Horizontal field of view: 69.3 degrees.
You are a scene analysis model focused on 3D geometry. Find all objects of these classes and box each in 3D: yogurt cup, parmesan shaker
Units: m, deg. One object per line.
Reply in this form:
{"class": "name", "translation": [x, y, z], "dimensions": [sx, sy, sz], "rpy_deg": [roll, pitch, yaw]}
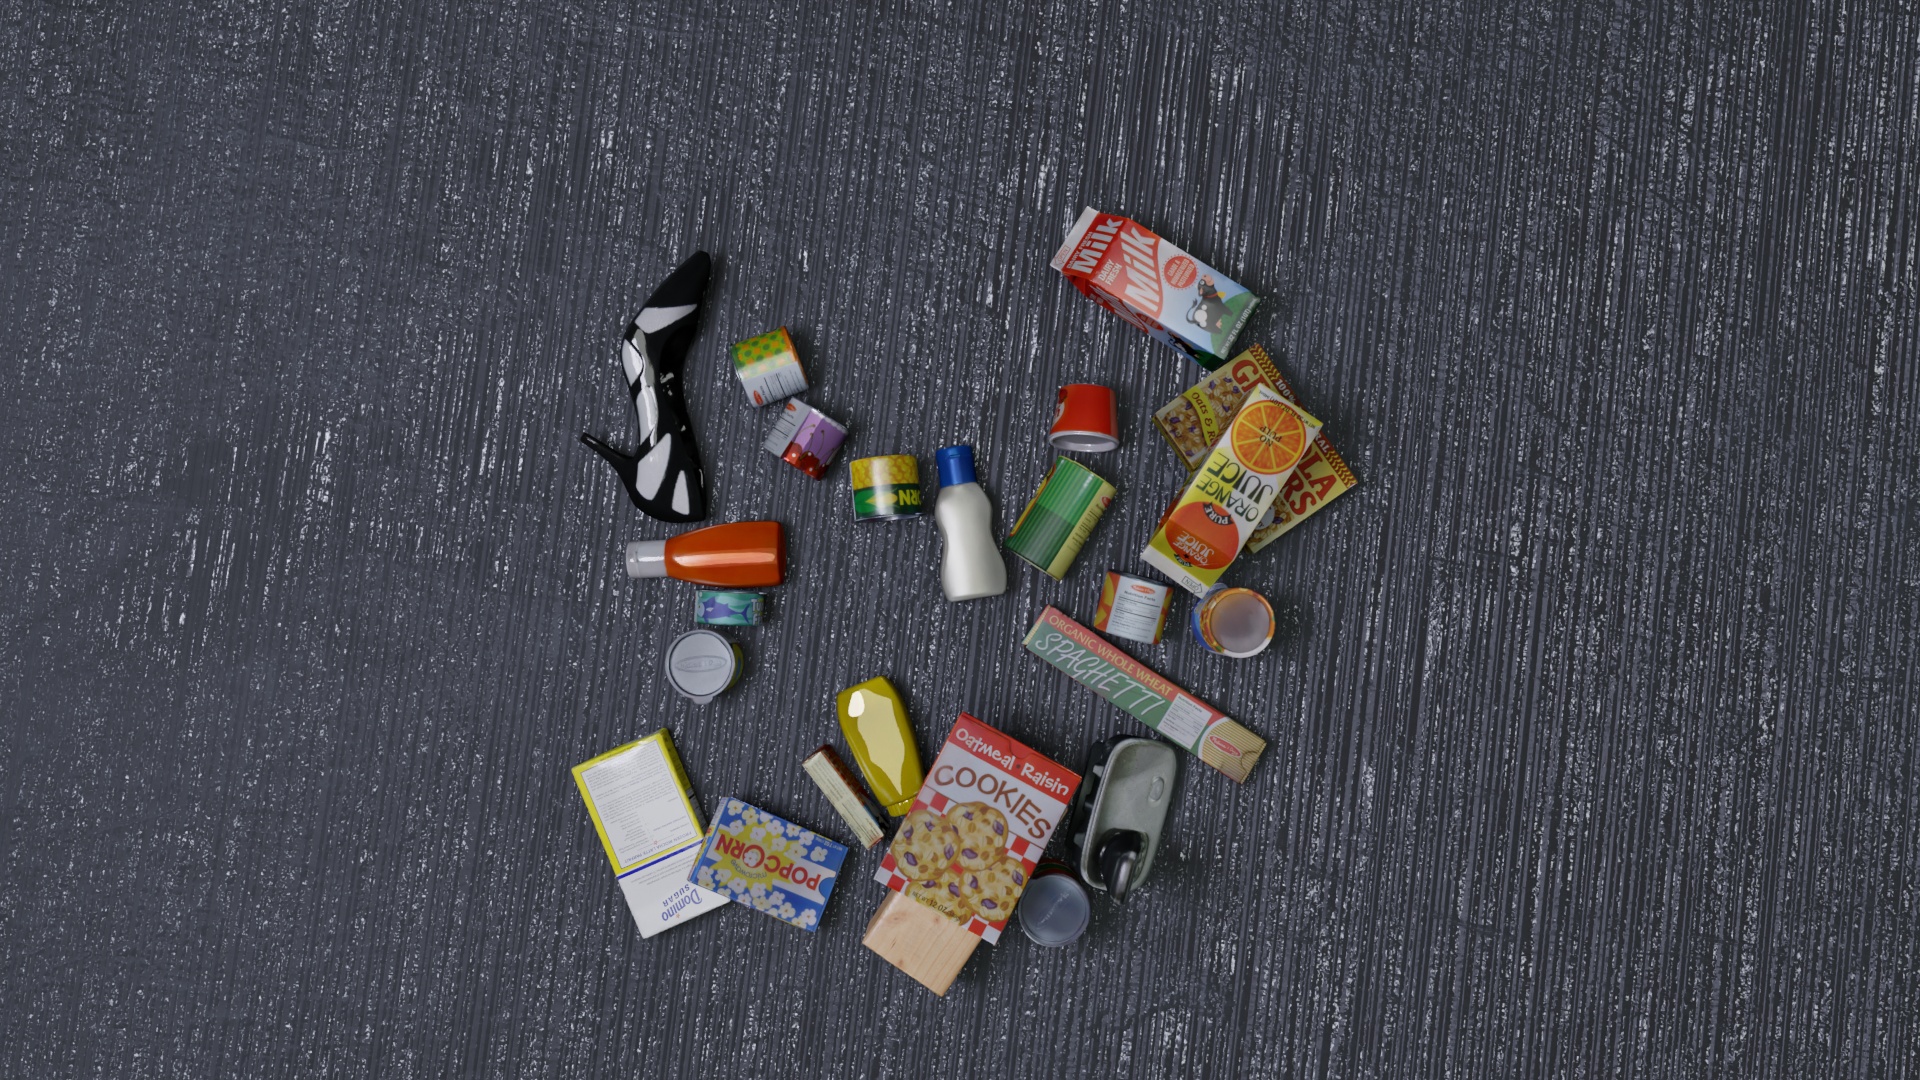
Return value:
{"class": "yogurt cup", "translation": [0.121, -0.119, 1.340], "dimensions": [0.072, 0.072, 0.054], "rpy_deg": [5, 79, 0]}
{"class": "parmesan shaker", "translation": [0.094, -0.022, 1.330], "dimensions": [0.071, 0.071, 0.103], "rpy_deg": [33, 88, 2]}

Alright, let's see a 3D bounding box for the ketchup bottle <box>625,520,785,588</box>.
{"class": "ketchup bottle", "translation": [-0.245, 0.015, 1.342], "dimensions": [0.149, 0.043, 0.065], "rpy_deg": [-3, 81, 0]}

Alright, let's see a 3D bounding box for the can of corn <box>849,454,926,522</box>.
{"class": "can of corn", "translation": [-0.070, -0.050, 1.333], "dimensions": [0.071, 0.071, 0.058], "rpy_deg": [-6, 87, 0]}

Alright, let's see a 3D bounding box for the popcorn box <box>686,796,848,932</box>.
{"class": "popcorn box", "translation": [-0.181, 0.304, 1.305], "dimensions": [0.127, 0.038, 0.085], "rpy_deg": [26, 71, -13]}

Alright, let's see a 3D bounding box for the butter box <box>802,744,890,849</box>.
{"class": "butter box", "translation": [-0.108, 0.243, 1.325], "dimensions": [0.024, 0.053, 0.103], "rpy_deg": [-38, 87, 1]}

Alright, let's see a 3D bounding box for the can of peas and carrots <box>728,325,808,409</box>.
{"class": "can of peas and carrots", "translation": [-0.185, -0.169, 1.341], "dimensions": [0.059, 0.071, 0.071], "rpy_deg": [-20, 87, -1]}

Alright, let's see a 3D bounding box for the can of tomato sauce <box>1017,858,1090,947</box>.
{"class": "can of tomato sauce", "translation": [0.084, 0.337, 1.304], "dimensions": [0.071, 0.083, 0.071], "rpy_deg": [0, 87, 0]}

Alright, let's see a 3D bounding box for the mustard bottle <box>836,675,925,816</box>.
{"class": "mustard bottle", "translation": [-0.067, 0.211, 1.329], "dimensions": [0.065, 0.049, 0.160], "rpy_deg": [-21, 88, 0]}

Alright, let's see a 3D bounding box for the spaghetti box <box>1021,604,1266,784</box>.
{"class": "spaghetti box", "translation": [0.176, 0.147, 1.342], "dimensions": [0.250, 0.028, 0.050], "rpy_deg": [32, 88, 2]}

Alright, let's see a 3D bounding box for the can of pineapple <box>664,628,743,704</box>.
{"class": "can of pineapple", "translation": [-0.245, 0.119, 1.329], "dimensions": [0.071, 0.058, 0.071], "rpy_deg": [0, 87, 0]}

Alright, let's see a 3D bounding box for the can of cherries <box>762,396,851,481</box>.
{"class": "can of cherries", "translation": [-0.147, -0.096, 1.338], "dimensions": [0.071, 0.071, 0.058], "rpy_deg": [31, 88, 2]}

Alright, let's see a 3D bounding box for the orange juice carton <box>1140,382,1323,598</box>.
{"class": "orange juice carton", "translation": [0.248, -0.045, 1.290], "dimensions": [0.072, 0.073, 0.192], "rpy_deg": [34, 89, 2]}

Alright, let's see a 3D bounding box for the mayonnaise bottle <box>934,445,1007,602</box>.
{"class": "mayonnaise bottle", "translation": [0.005, -0.017, 1.345], "dimensions": [0.065, 0.041, 0.148], "rpy_deg": [-9, 86, -2]}

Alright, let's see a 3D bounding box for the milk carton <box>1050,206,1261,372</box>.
{"class": "milk carton", "translation": [0.185, -0.246, 1.340], "dimensions": [0.190, 0.073, 0.072], "rpy_deg": [32, 88, 2]}

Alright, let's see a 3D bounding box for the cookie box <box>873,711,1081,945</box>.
{"class": "cookie box", "translation": [0.016, 0.254, 1.239], "dimensions": [0.123, 0.040, 0.167], "rpy_deg": [28, 87, 3]}

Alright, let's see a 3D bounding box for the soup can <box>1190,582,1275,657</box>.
{"class": "soup can", "translation": [0.257, 0.075, 1.318], "dimensions": [0.071, 0.083, 0.071], "rpy_deg": [0, 87, 0]}

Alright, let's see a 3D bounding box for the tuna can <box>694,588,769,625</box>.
{"class": "tuna can", "translation": [-0.218, 0.064, 1.328], "dimensions": [0.071, 0.071, 0.033], "rpy_deg": [3, 89, 0]}

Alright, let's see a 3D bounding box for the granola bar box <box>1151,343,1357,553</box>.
{"class": "granola bar box", "translation": [0.284, -0.088, 1.349], "dimensions": [0.124, 0.039, 0.165], "rpy_deg": [-35, 87, -1]}

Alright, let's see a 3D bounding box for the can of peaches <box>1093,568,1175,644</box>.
{"class": "can of peaches", "translation": [0.166, 0.063, 1.328], "dimensions": [0.071, 0.071, 0.058], "rpy_deg": [14, 93, 1]}
